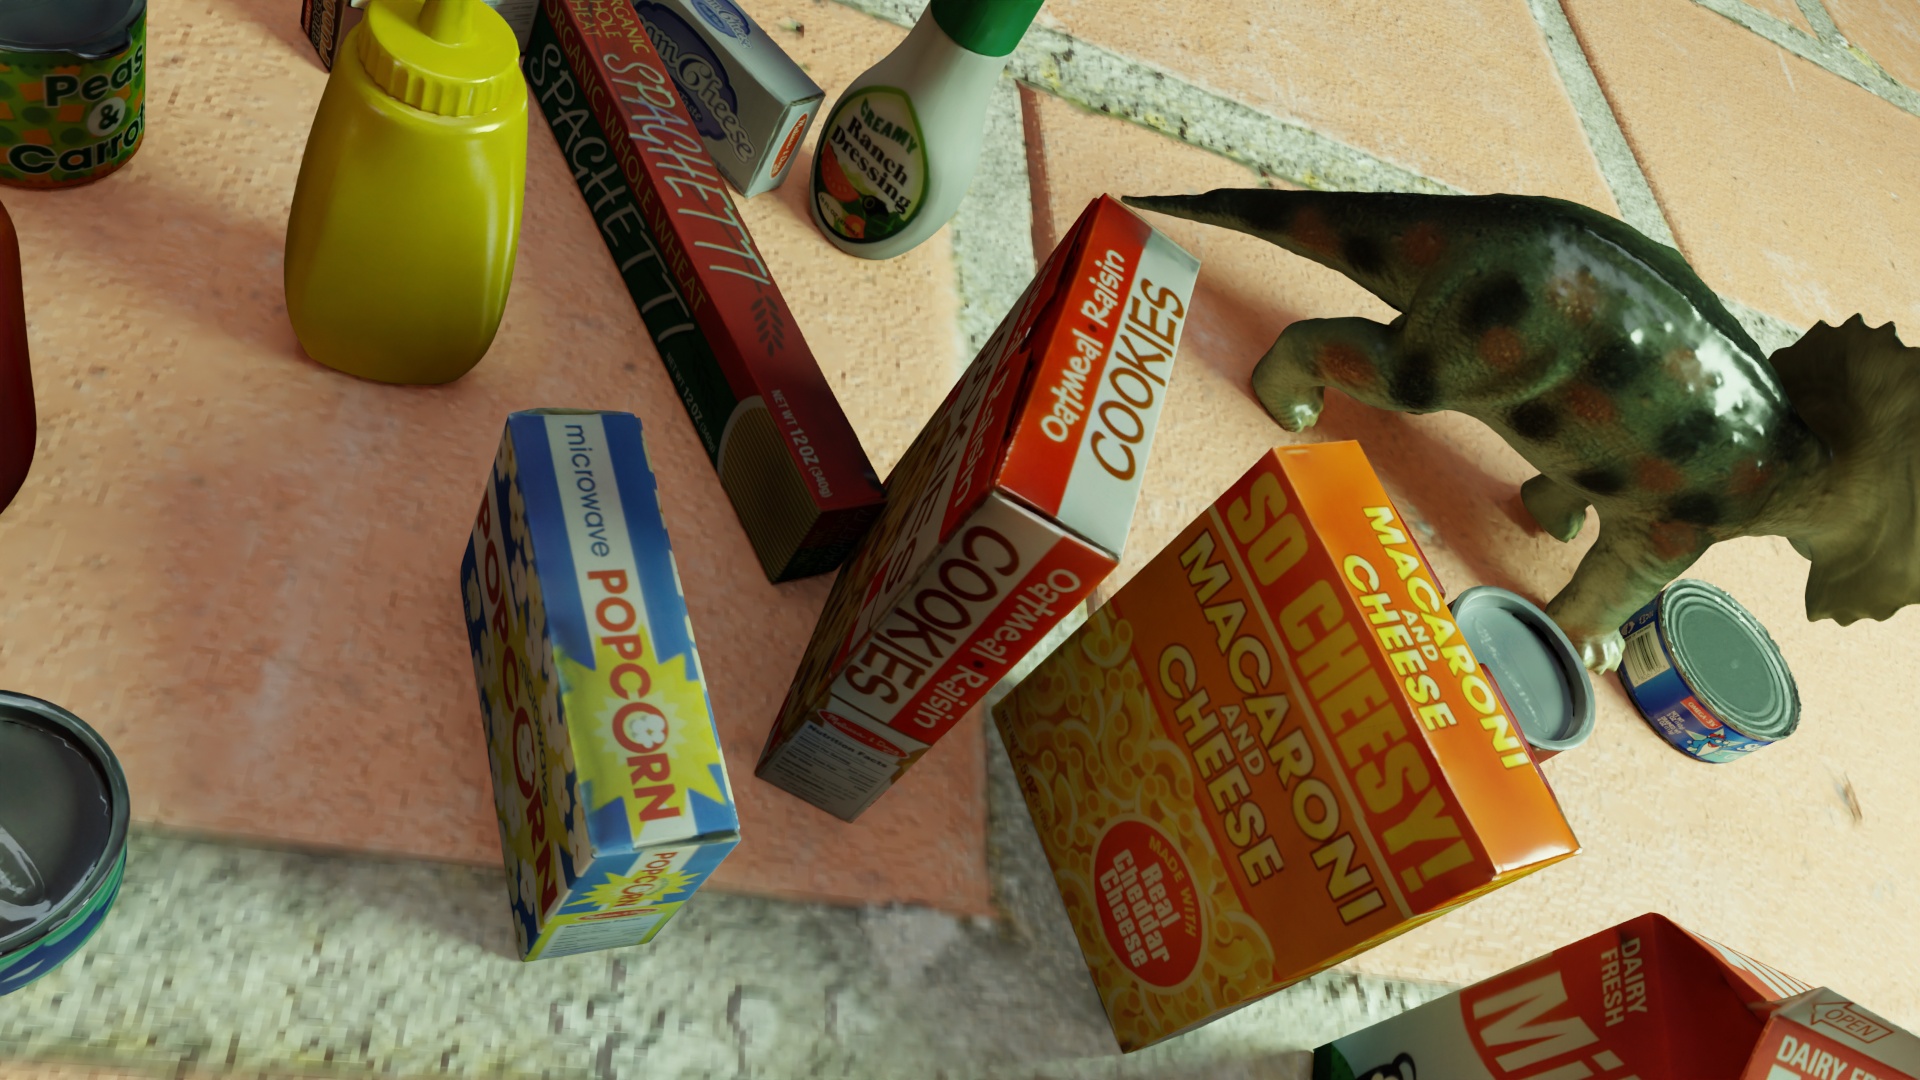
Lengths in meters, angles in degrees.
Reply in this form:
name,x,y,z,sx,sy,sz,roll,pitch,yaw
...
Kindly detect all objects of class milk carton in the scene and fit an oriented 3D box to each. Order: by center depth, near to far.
name,x,y,z,sx,sy,sz,roll,pitch,yaw
milk carton,0.182,0.164,0.386,0.072,0.189,0.074,27,49,-12

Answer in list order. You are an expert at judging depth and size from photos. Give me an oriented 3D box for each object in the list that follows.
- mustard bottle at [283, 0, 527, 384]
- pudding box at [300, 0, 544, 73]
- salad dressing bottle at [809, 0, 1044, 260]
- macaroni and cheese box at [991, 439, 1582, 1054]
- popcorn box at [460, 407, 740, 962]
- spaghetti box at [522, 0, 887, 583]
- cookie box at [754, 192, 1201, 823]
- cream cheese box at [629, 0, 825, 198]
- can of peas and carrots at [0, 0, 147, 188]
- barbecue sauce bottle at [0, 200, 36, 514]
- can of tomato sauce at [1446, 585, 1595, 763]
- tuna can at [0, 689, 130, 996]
name,x,y,z,sx,sy,sz,roll,pitch,yaw
mustard bottle,-0.155,-0.108,0.400,0.065,0.159,0.049,9,55,-26
pudding box,-0.198,-0.206,0.518,0.084,0.049,0.030,-26,74,-40
salad dressing bottle,-0.011,-0.173,0.539,0.064,0.147,0.044,47,48,6
macaroni and cheese box,0.082,0.067,0.413,0.040,0.165,0.124,-5,62,-33
popcorn box,-0.103,0.039,0.378,0.038,0.084,0.127,-2,60,-32
spaghetti box,-0.099,-0.102,0.503,0.029,0.050,0.250,-14,66,-37
cookie box,0.001,-0.005,0.415,0.040,0.166,0.123,29,48,-10
cream cheese box,-0.105,-0.194,0.563,0.104,0.053,0.024,47,48,6
can of peas and carrots,-0.283,-0.149,0.422,0.071,0.058,0.071,16,52,-21
barbecue sauce bottle,-0.244,-0.057,0.319,0.044,0.147,0.065,18,51,-20
can of tomato sauce,0.184,0.067,0.530,0.071,0.082,0.071,16,52,-21
tuna can,-0.229,0.072,0.315,0.071,0.032,0.071,16,52,-21
